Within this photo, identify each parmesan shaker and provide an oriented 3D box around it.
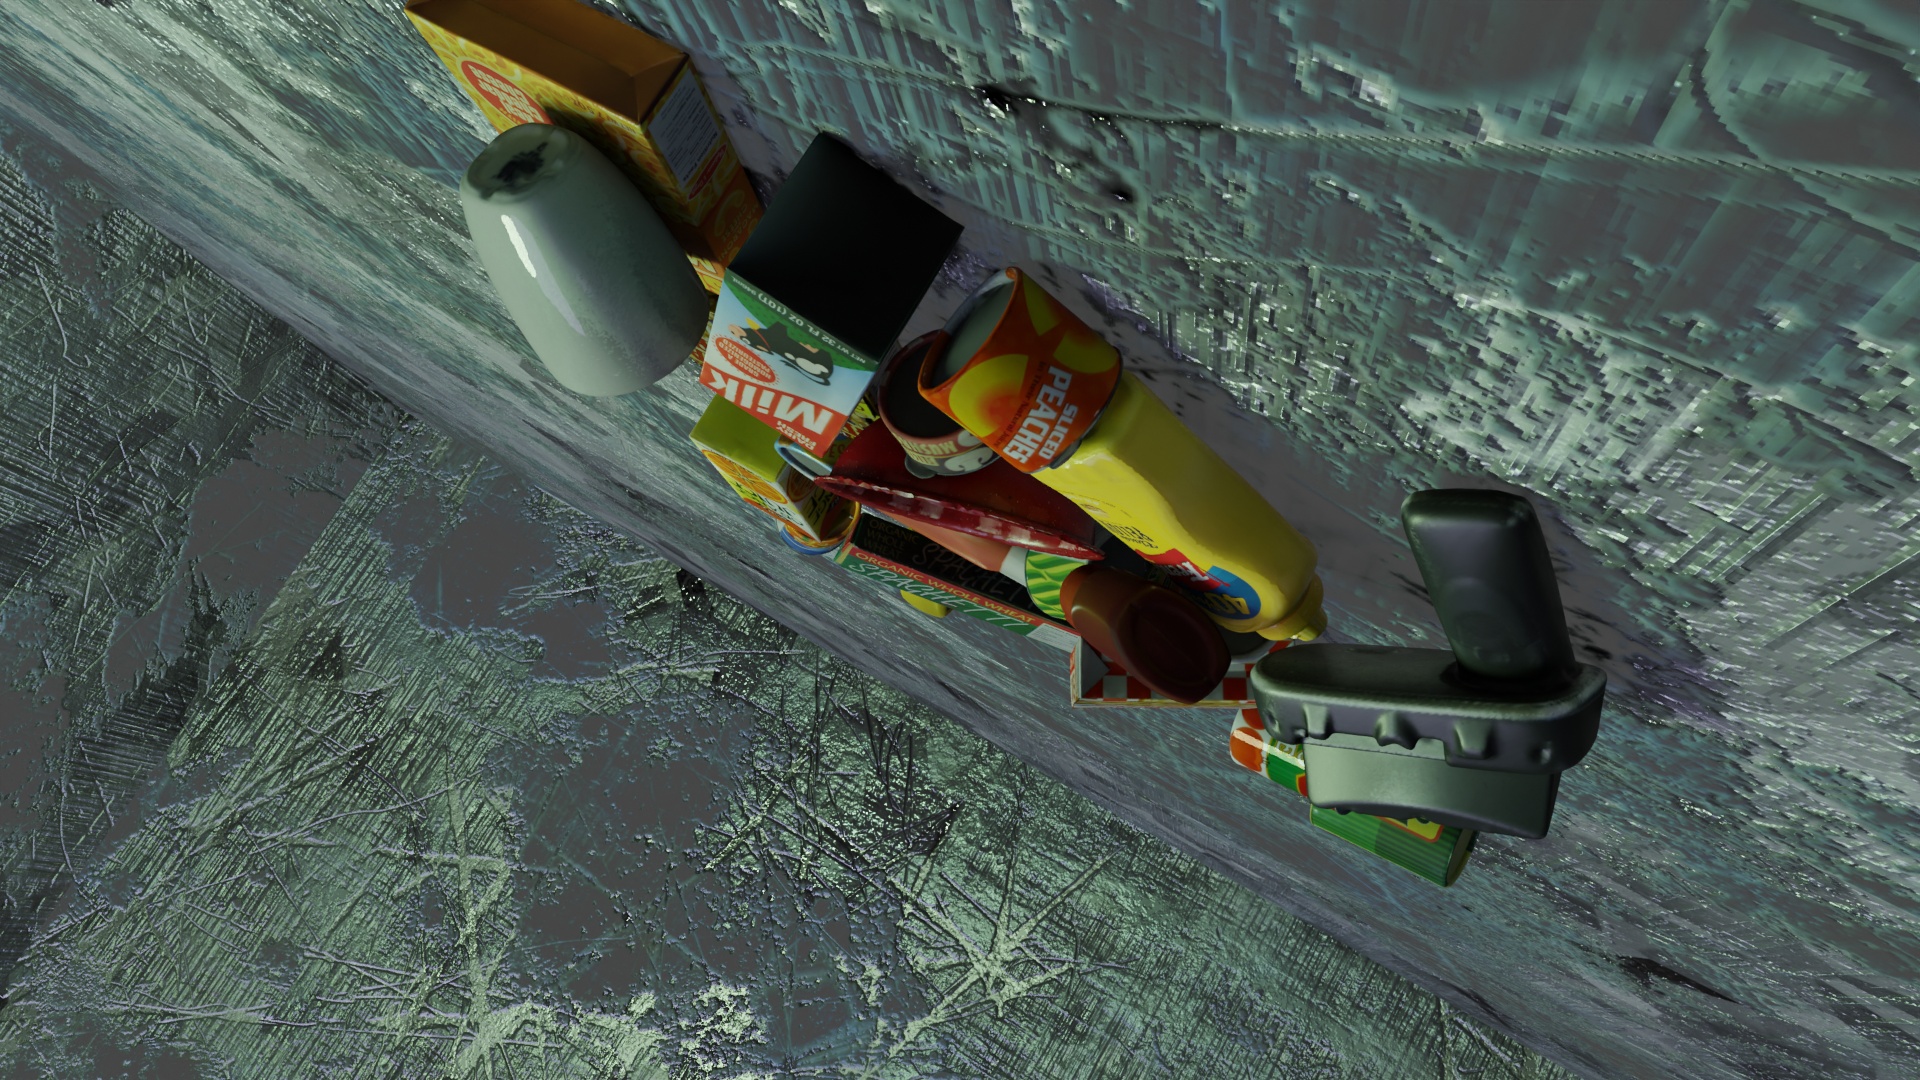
[{"bbox_3d":[0.315,0.195,1.000,0.103,0.071,0.071,22,166,33],"label":"parmesan shaker"}]

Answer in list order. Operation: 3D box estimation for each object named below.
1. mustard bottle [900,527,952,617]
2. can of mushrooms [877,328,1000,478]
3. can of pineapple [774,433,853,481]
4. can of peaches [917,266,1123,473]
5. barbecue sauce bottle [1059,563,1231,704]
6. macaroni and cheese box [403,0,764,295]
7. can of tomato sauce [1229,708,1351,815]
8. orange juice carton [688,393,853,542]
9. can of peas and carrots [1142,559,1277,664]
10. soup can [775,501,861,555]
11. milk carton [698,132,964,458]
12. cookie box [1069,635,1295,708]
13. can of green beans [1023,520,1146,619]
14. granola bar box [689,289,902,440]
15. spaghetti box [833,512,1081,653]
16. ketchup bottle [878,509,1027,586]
[{"bbox_3d":[-0.018,0.011,1.069,0.049,0.065,0.159,27,164,9],"label":"mustard bottle"},{"bbox_3d":[-0.006,-0.065,0.666,0.071,0.071,0.033,25,165,29],"label":"can of mushrooms"},{"bbox_3d":[-0.076,-0.067,0.881,0.071,0.058,0.071,30,169,7],"label":"can of pineapple"},{"bbox_3d":[0.024,-0.069,0.573,0.058,0.071,0.071,36,168,-21],"label":"can of peaches"},{"bbox_3d":[0.084,0.040,0.703,0.065,0.043,0.148,43,178,-11],"label":"barbecue sauce bottle"},{"bbox_3d":[-0.160,-0.182,0.637,0.124,0.040,0.166,29,169,13],"label":"macaroni and cheese box"},{"bbox_3d":[0.236,0.138,0.947,0.083,0.071,0.071,23,166,38],"label":"can of tomato sauce"},{"bbox_3d":[-0.123,-0.058,1.007,0.072,0.073,0.192,28,169,13],"label":"orange juice carton"},{"bbox_3d":[0.134,0.032,0.748,0.071,0.071,0.058,32,168,-8],"label":"can of peas and carrots"},{"bbox_3d":[-0.117,-0.024,1.167,0.071,0.071,0.083,32,168,-6],"label":"soup can"},{"bbox_3d":[-0.067,-0.097,0.633,0.072,0.073,0.190,32,163,-6],"label":"milk carton"},{"bbox_3d":[0.132,0.084,0.867,0.123,0.040,0.167,0,172,3],"label":"cookie box"},{"bbox_3d":[0.081,0.018,0.823,0.071,0.071,0.058,38,166,-31],"label":"can of green beans"},{"bbox_3d":[-0.103,-0.112,0.800,0.166,0.039,0.124,27,168,20],"label":"granola bar box"},{"bbox_3d":[0.033,0.042,1.004,0.250,0.029,0.050,21,157,-10],"label":"spaghetti box"},{"bbox_3d":[0.003,-0.012,0.953,0.149,0.043,0.064,30,171,5],"label":"ketchup bottle"}]
